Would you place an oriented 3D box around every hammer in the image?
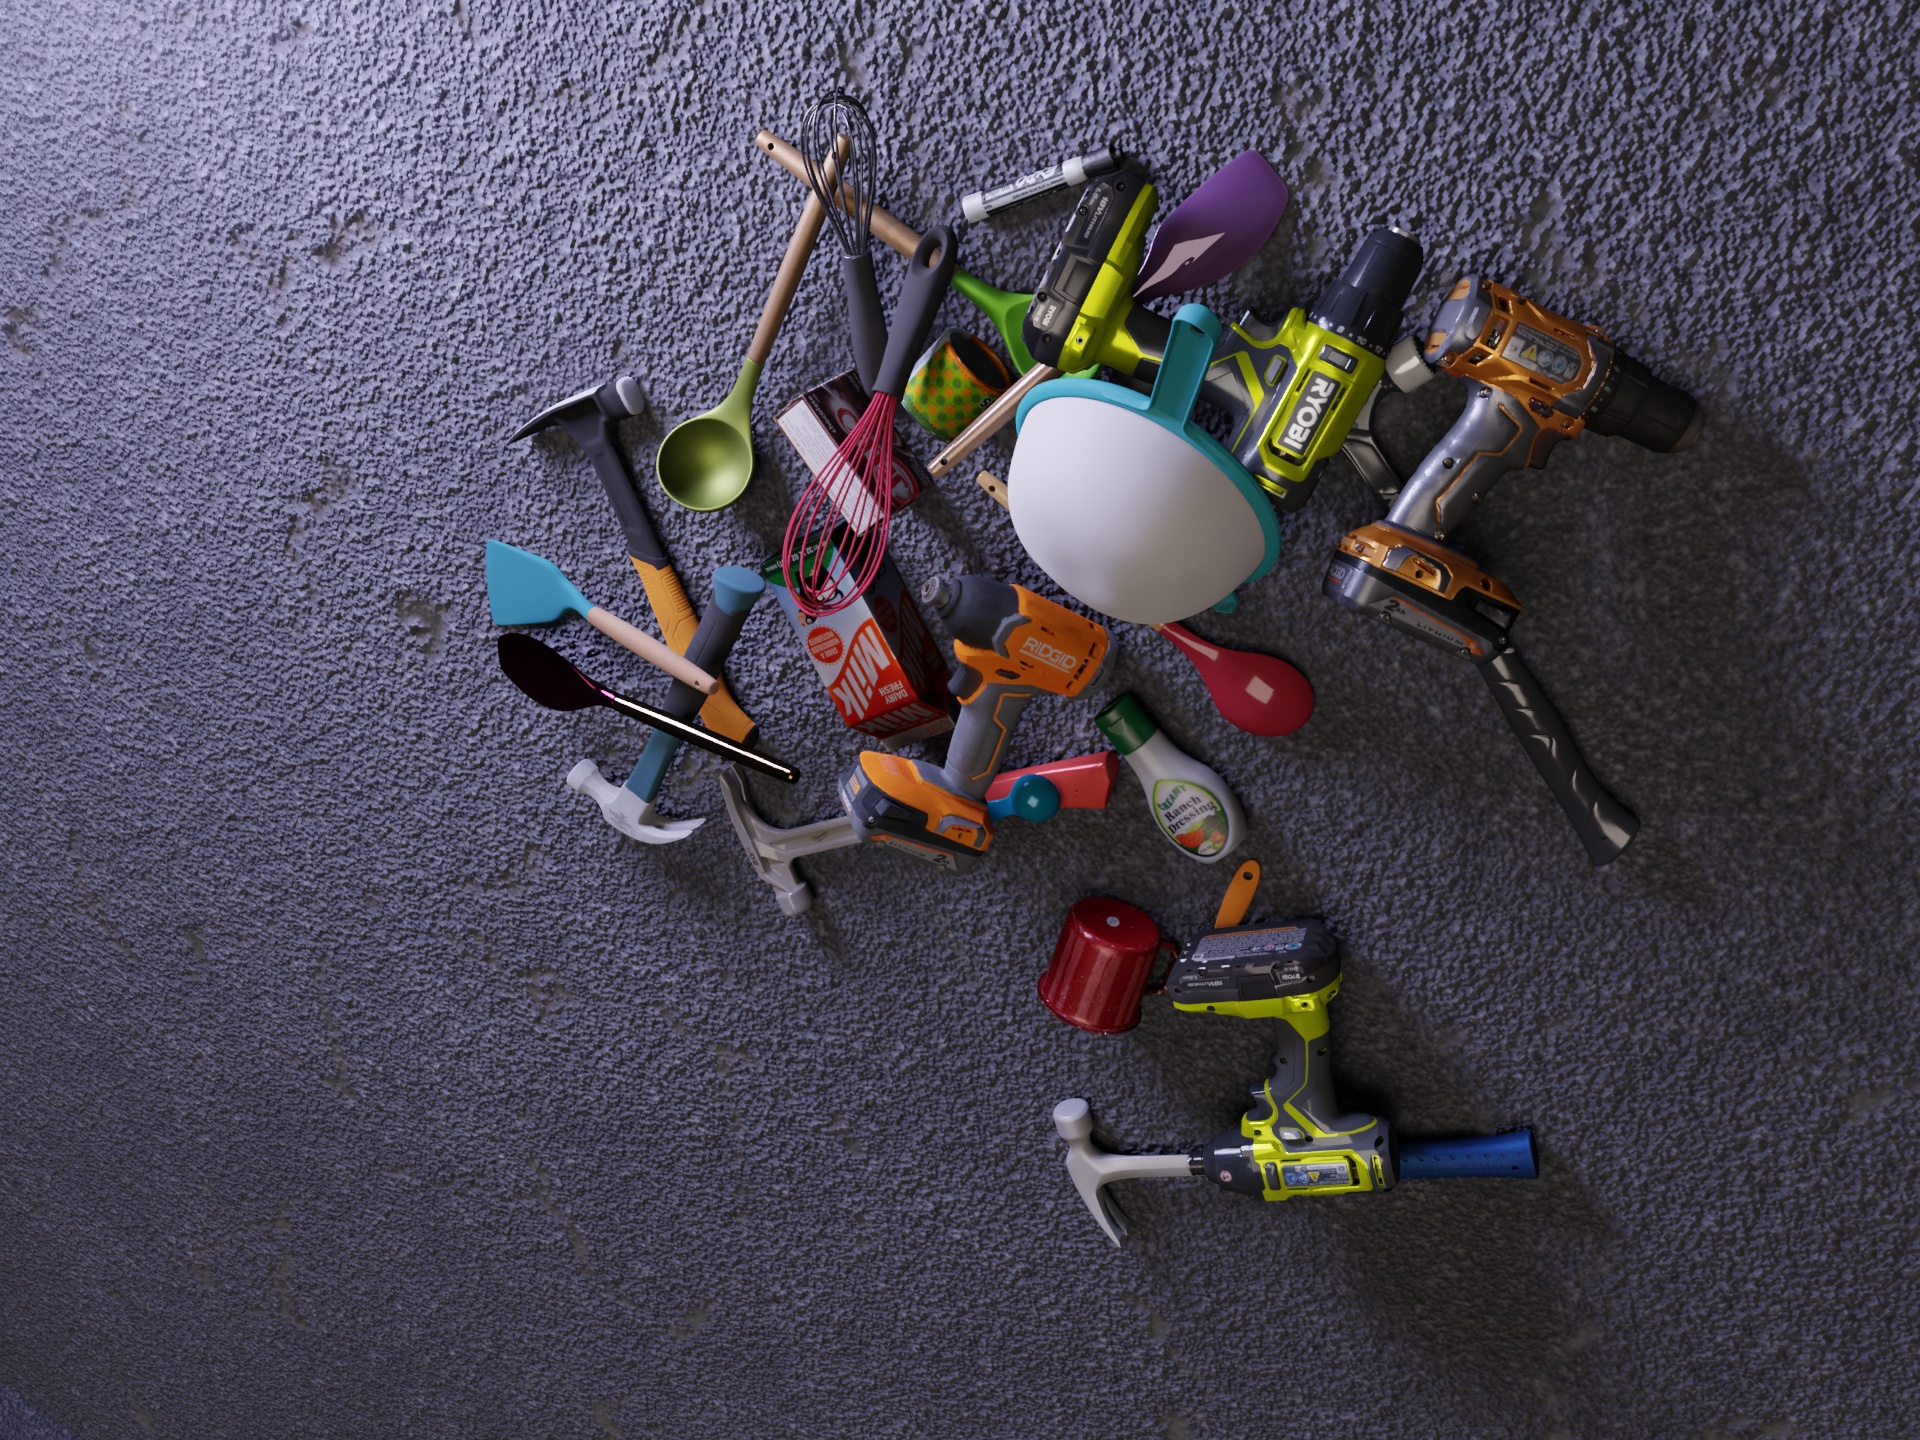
[{"bbox_3d":[-0.241,-0.010,1.362,0.128,0.033,0.330,39,130,6],"label":"hammer"},{"bbox_3d":[-0.264,-0.116,1.362,0.127,0.034,0.336,-15,107,26],"label":"hammer"},{"bbox_3d":[-0.035,0.070,1.356,0.359,0.037,0.149,-15,107,27],"label":"hammer"},{"bbox_3d":[0.285,0.386,1.373,0.405,0.035,0.144,-9,109,25],"label":"hammer"},{"bbox_3d":[0.363,-0.065,1.135,0.149,0.036,0.409,-30,100,31],"label":"hammer"}]

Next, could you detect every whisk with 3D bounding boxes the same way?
[{"bbox_3d":[-0.058,-0.214,1.140,0.073,0.073,0.296,19,90,13],"label":"whisk"},{"bbox_3d":[-0.075,-0.338,1.154,0.055,0.055,0.238,8,132,18],"label":"whisk"}]

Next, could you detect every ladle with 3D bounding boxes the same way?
[{"bbox_3d":[-0.152,-0.295,1.212,0.078,0.062,0.320,32,123,4],"label":"ladle"},{"bbox_3d":[0.138,-0.091,1.219,0.315,0.031,0.069,39,123,3],"label":"ladle"}]

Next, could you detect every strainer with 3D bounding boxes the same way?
[{"bbox_3d":[0.111,-0.150,1.043,0.211,0.095,0.340,32,165,7],"label":"strainer"}]

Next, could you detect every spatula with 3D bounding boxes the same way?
[{"bbox_3d":[0.097,-0.275,1.122,0.316,0.018,0.059,-38,96,18],"label":"spatula"},{"bbox_3d":[-0.307,-0.077,1.350,0.318,0.044,0.082,27,124,41],"label":"spatula"}]

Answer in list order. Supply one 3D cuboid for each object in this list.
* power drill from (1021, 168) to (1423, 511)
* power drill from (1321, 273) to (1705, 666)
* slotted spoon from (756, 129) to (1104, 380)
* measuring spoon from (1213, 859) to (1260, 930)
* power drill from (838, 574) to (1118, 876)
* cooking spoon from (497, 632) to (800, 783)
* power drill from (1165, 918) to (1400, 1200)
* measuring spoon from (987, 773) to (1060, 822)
[{"bbox_3d":[0.175,-0.271,1.057,0.228,0.080,0.190,28,106,3],"label":"power drill"},{"bbox_3d":[0.361,-0.152,1.040,0.185,0.084,0.226,23,101,-6],"label":"power drill"},{"bbox_3d":[-0.023,-0.342,1.167,0.314,0.031,0.070,36,113,5],"label":"slotted spoon"},{"bbox_3d":[0.221,0.163,1.309,0.021,0.011,0.116,23,120,10],"label":"measuring spoon"},{"bbox_3d":[-0.002,-0.004,1.224,0.164,0.084,0.226,24,108,-29],"label":"power drill"},{"bbox_3d":[-0.270,-0.007,1.349,0.319,0.017,0.068,21,127,22],"label":"cooking spoon"},{"bbox_3d":[0.250,0.283,1.292,0.171,0.080,0.223,-10,104,22],"label":"power drill"},{"bbox_3d":[0.023,0.079,1.301,0.128,0.021,0.042,-20,104,29],"label":"measuring spoon"}]
